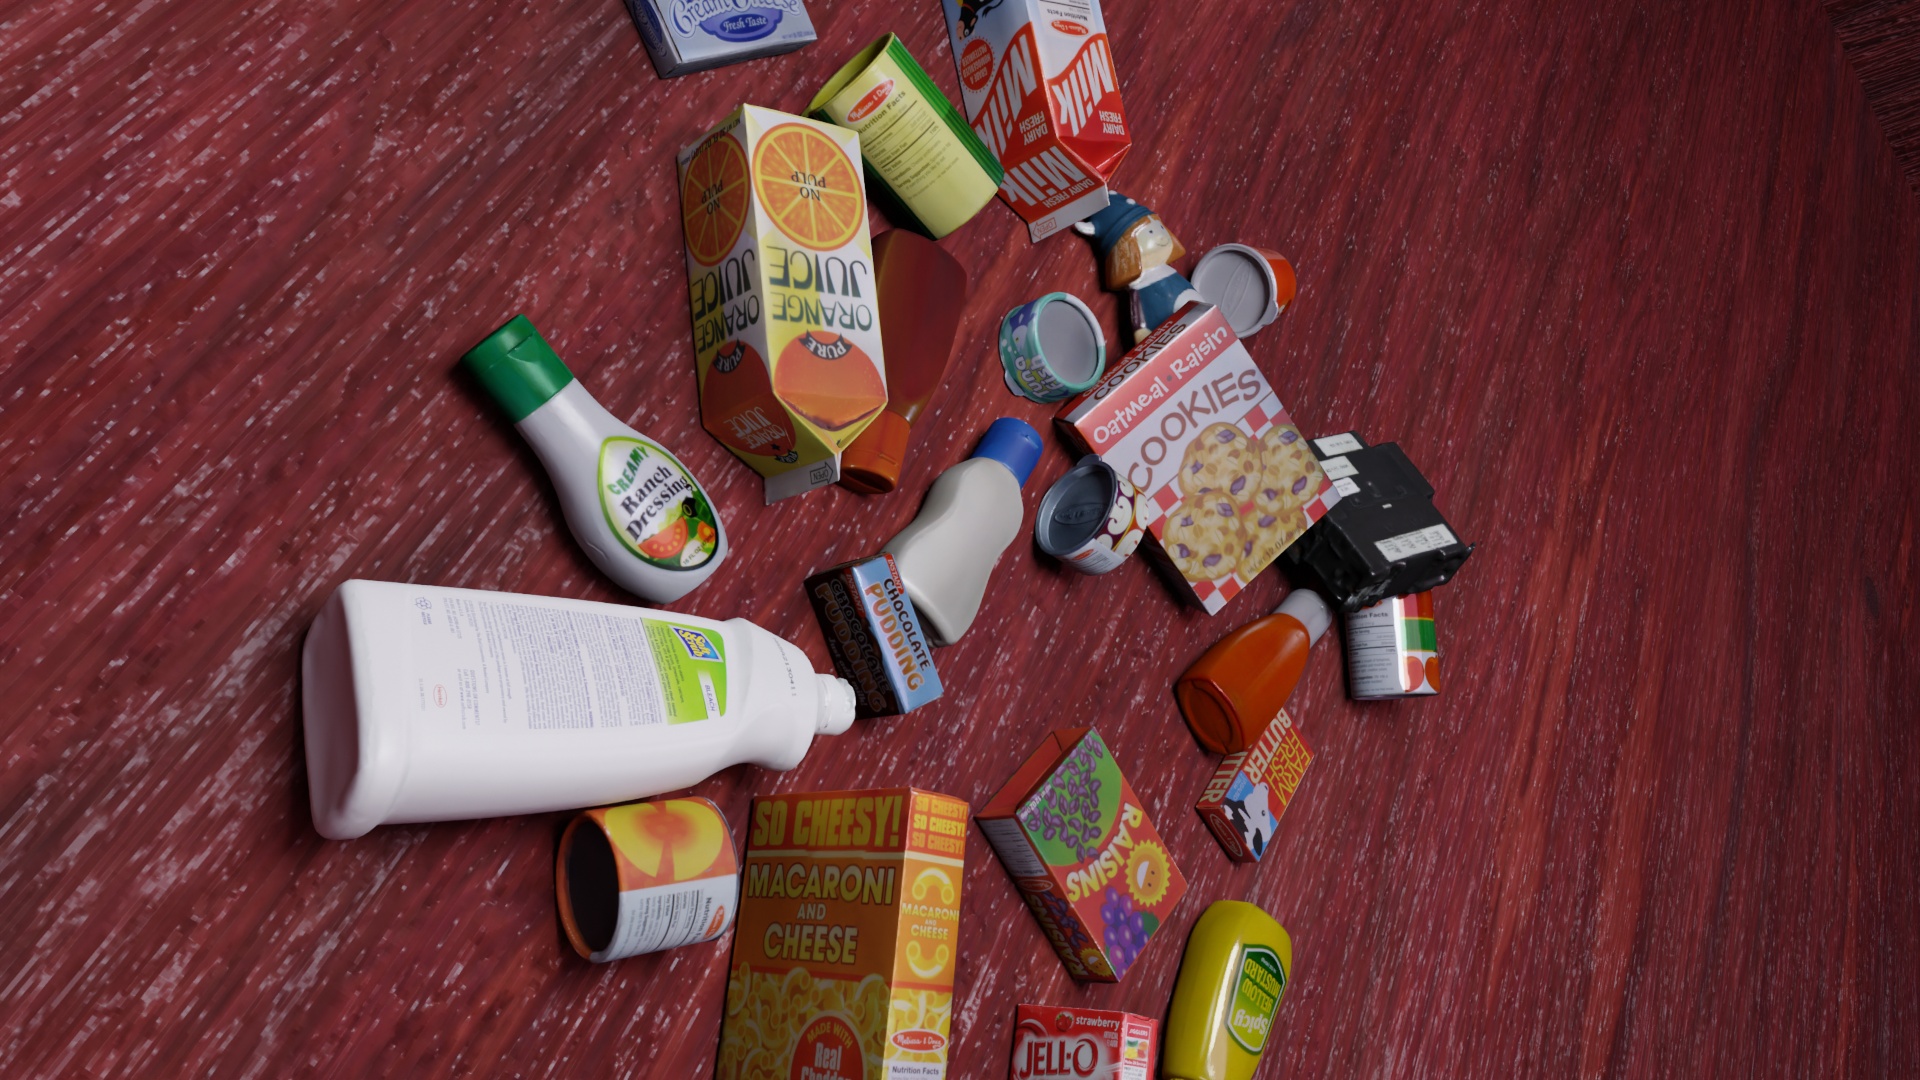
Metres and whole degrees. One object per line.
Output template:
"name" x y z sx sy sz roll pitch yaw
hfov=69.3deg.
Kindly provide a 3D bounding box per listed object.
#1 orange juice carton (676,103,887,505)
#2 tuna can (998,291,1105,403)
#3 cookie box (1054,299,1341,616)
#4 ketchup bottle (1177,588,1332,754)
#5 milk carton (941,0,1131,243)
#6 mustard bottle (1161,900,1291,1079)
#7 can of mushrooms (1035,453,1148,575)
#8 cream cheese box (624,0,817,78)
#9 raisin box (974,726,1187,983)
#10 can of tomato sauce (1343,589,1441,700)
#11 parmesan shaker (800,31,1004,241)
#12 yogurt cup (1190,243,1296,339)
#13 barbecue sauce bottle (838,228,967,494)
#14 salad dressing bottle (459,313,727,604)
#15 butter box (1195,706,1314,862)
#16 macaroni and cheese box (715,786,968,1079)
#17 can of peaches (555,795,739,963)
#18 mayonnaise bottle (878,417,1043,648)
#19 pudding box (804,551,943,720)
"orange juice carton" -0.092 -0.118 0.725 0.073 0.071 0.193 0 79 -41
"tuna can" 0.058 -0.121 0.883 0.071 0.032 0.071 12 72 -39
"cookie box" 0.158 -0.054 0.916 0.123 0.040 0.167 -41 110 -8
"ketchup bottle" 0.209 0.083 0.959 0.149 0.043 0.064 -36 103 -41
"milk carton" 0.050 -0.294 0.893 0.074 0.072 0.190 -10 85 -42
"mustard bottle" 0.159 0.305 0.858 0.065 0.048 0.161 42 55 -24
"can of mushrooms" 0.082 -0.015 0.856 0.033 0.071 0.071 33 60 -32
"cream cheese box" -0.130 -0.291 0.764 0.104 0.024 0.053 -30 100 -41
"raisin box" 0.073 0.185 0.819 0.086 0.040 0.123 -42 106 -40
"can of tomato sauce" 0.326 0.077 1.048 0.071 0.071 0.083 7 76 -40
"parmesan shaker" -0.033 -0.232 0.812 0.103 0.071 0.071 46 54 -25
"yogurt cup" 0.208 -0.183 1.011 0.054 0.072 0.072 -21 94 -50
"barbecue sauce bottle" -0.038 -0.100 0.787 0.065 0.043 0.149 27 63 -34
"salad dressing bottle" -0.172 -0.037 0.654 0.147 0.044 0.064 52 50 -19
"butter box" 0.202 0.164 0.947 0.053 0.024 0.104 55 51 -18
"macaroni and cheese box" -0.057 0.202 0.643 0.040 0.123 0.167 22 66 -39
"can of peaches" -0.142 0.149 0.622 0.058 0.071 0.071 1 80 -41
"mayonnaise bottle" 0.003 -0.010 0.804 0.064 0.041 0.149 49 51 -24
"pudding box" -0.046 0.051 0.739 0.030 0.049 0.083 -23 95 -41
